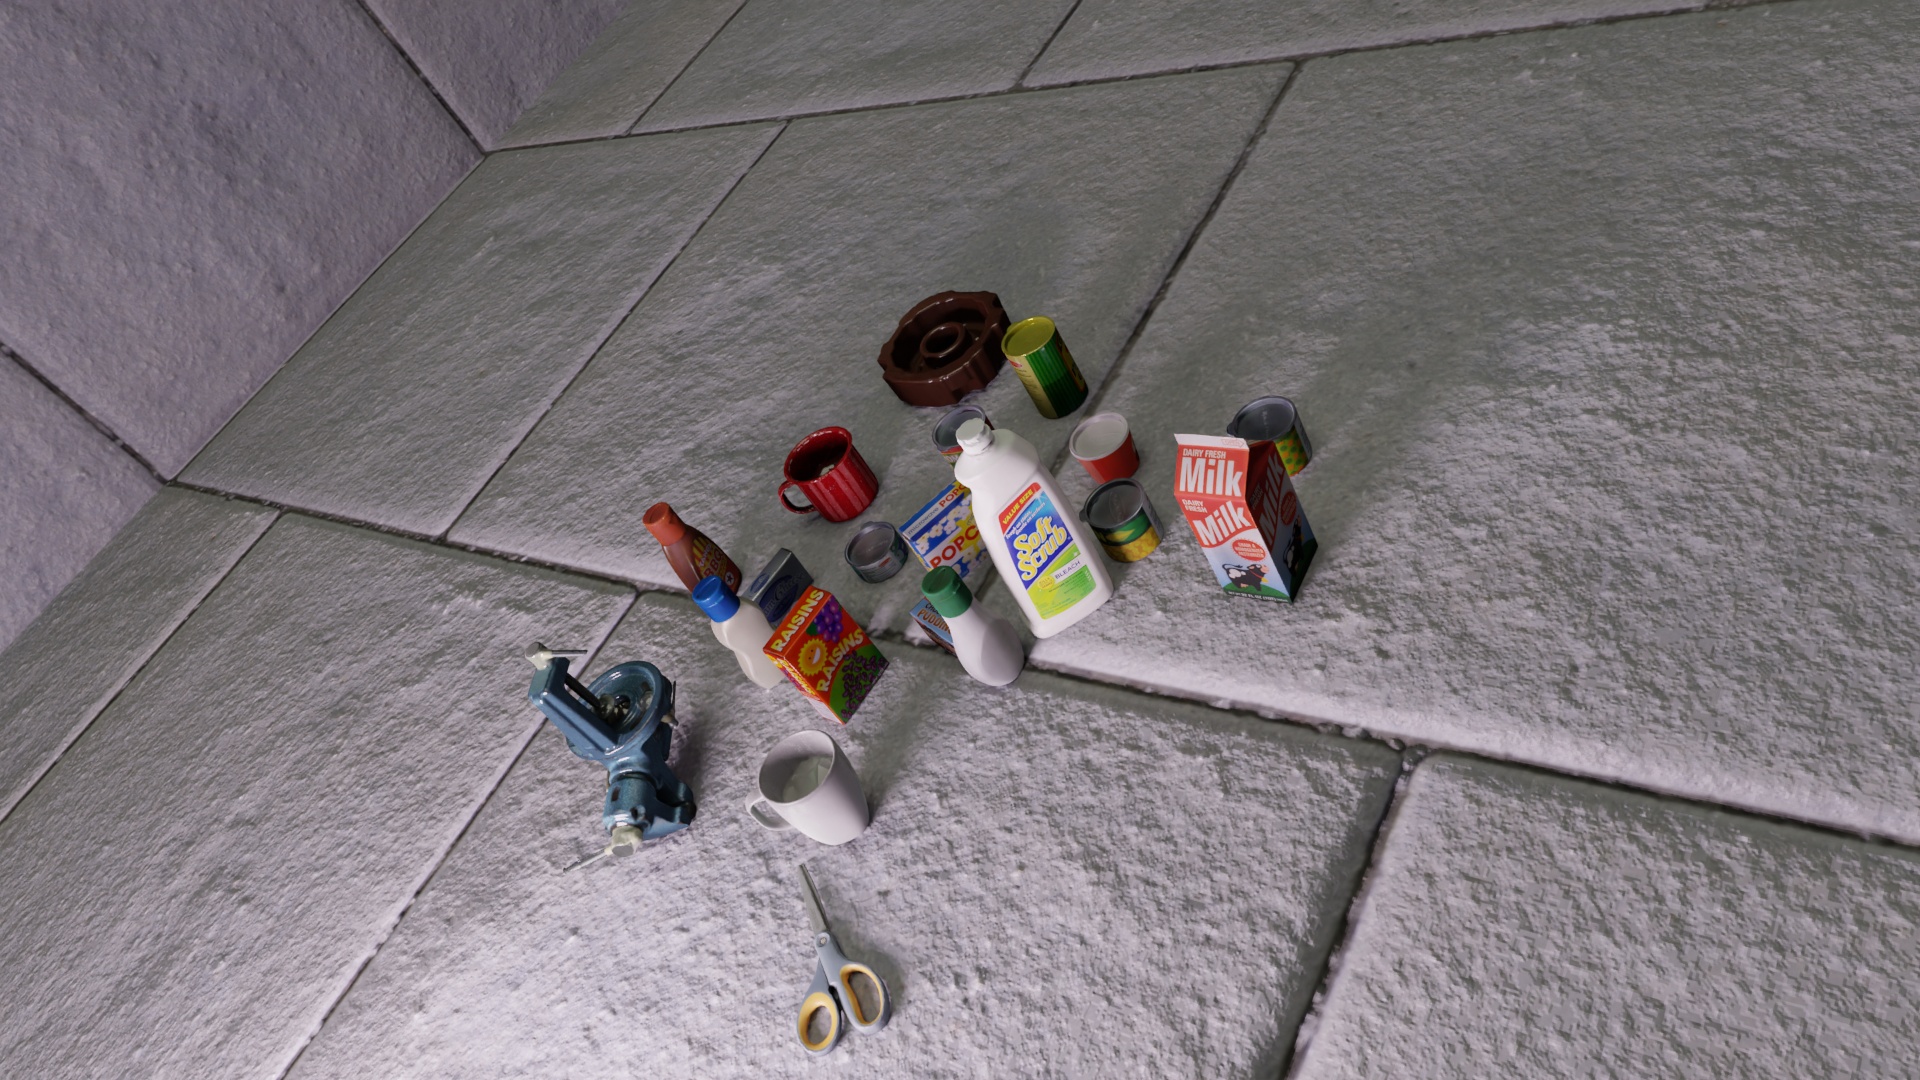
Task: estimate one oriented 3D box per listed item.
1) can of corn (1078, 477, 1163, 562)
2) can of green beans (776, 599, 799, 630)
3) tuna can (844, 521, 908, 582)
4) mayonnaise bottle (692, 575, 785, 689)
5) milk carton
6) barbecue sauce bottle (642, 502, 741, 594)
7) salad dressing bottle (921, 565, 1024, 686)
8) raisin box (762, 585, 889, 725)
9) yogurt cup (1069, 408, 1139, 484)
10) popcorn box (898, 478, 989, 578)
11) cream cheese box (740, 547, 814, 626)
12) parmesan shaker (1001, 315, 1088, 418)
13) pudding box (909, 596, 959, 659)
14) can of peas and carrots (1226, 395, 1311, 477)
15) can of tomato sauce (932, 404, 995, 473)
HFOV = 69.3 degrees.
[{"bbox_3d":[0.163,-0.019,1.408,0.071,0.058,0.071,-19,42,18],"label":"can of corn"},{"bbox_3d":[-0.156,0.106,1.501,0.071,0.057,0.071,-19,42,18],"label":"can of green beans"},{"bbox_3d":[-0.095,0.012,1.573,0.071,0.032,0.071,-19,42,18],"label":"tuna can"},{"bbox_3d":[-0.232,0.095,1.493,0.065,0.147,0.041,-48,41,-15],"label":"mayonnaise bottle"},{"bbox_3d":[0.254,-0.030,1.254,0.072,0.190,0.074,7,55,39],"label":"milk carton"},{"bbox_3d":[-0.316,0.016,1.630,0.043,0.148,0.065,-8,47,29],"label":"barbecue sauce bottle"},{"bbox_3d":[0.012,0.082,1.341,0.044,0.147,0.064,9,56,40],"label":"salad dressing bottle"},{"bbox_3d":[-0.137,0.118,1.425,0.040,0.123,0.086,15,60,43],"label":"raisin box"},{"bbox_3d":[0.158,-0.096,1.492,0.072,0.053,0.073,-19,42,18],"label":"yogurt cup"},{"bbox_3d":[0.005,-0.019,1.494,0.127,0.085,0.038,-41,40,-8],"label":"popcorn box"},{"bbox_3d":[-0.217,0.065,1.587,0.024,0.053,0.104,17,62,44],"label":"cream cheese box"},{"bbox_3d":[0.097,-0.200,1.598,0.071,0.102,0.072,-19,42,18],"label":"parmesan shaker"},{"bbox_3d":[-0.010,0.093,1.421,0.030,0.049,0.084,-45,41,-12],"label":"pudding box"},{"bbox_3d":[0.309,-0.101,1.389,0.071,0.058,0.071,-19,42,18],"label":"can of peas and carrots"},{"bbox_3d":[0.015,-0.100,1.570,0.071,0.082,0.071,-19,42,18],"label":"can of tomato sauce"}]
